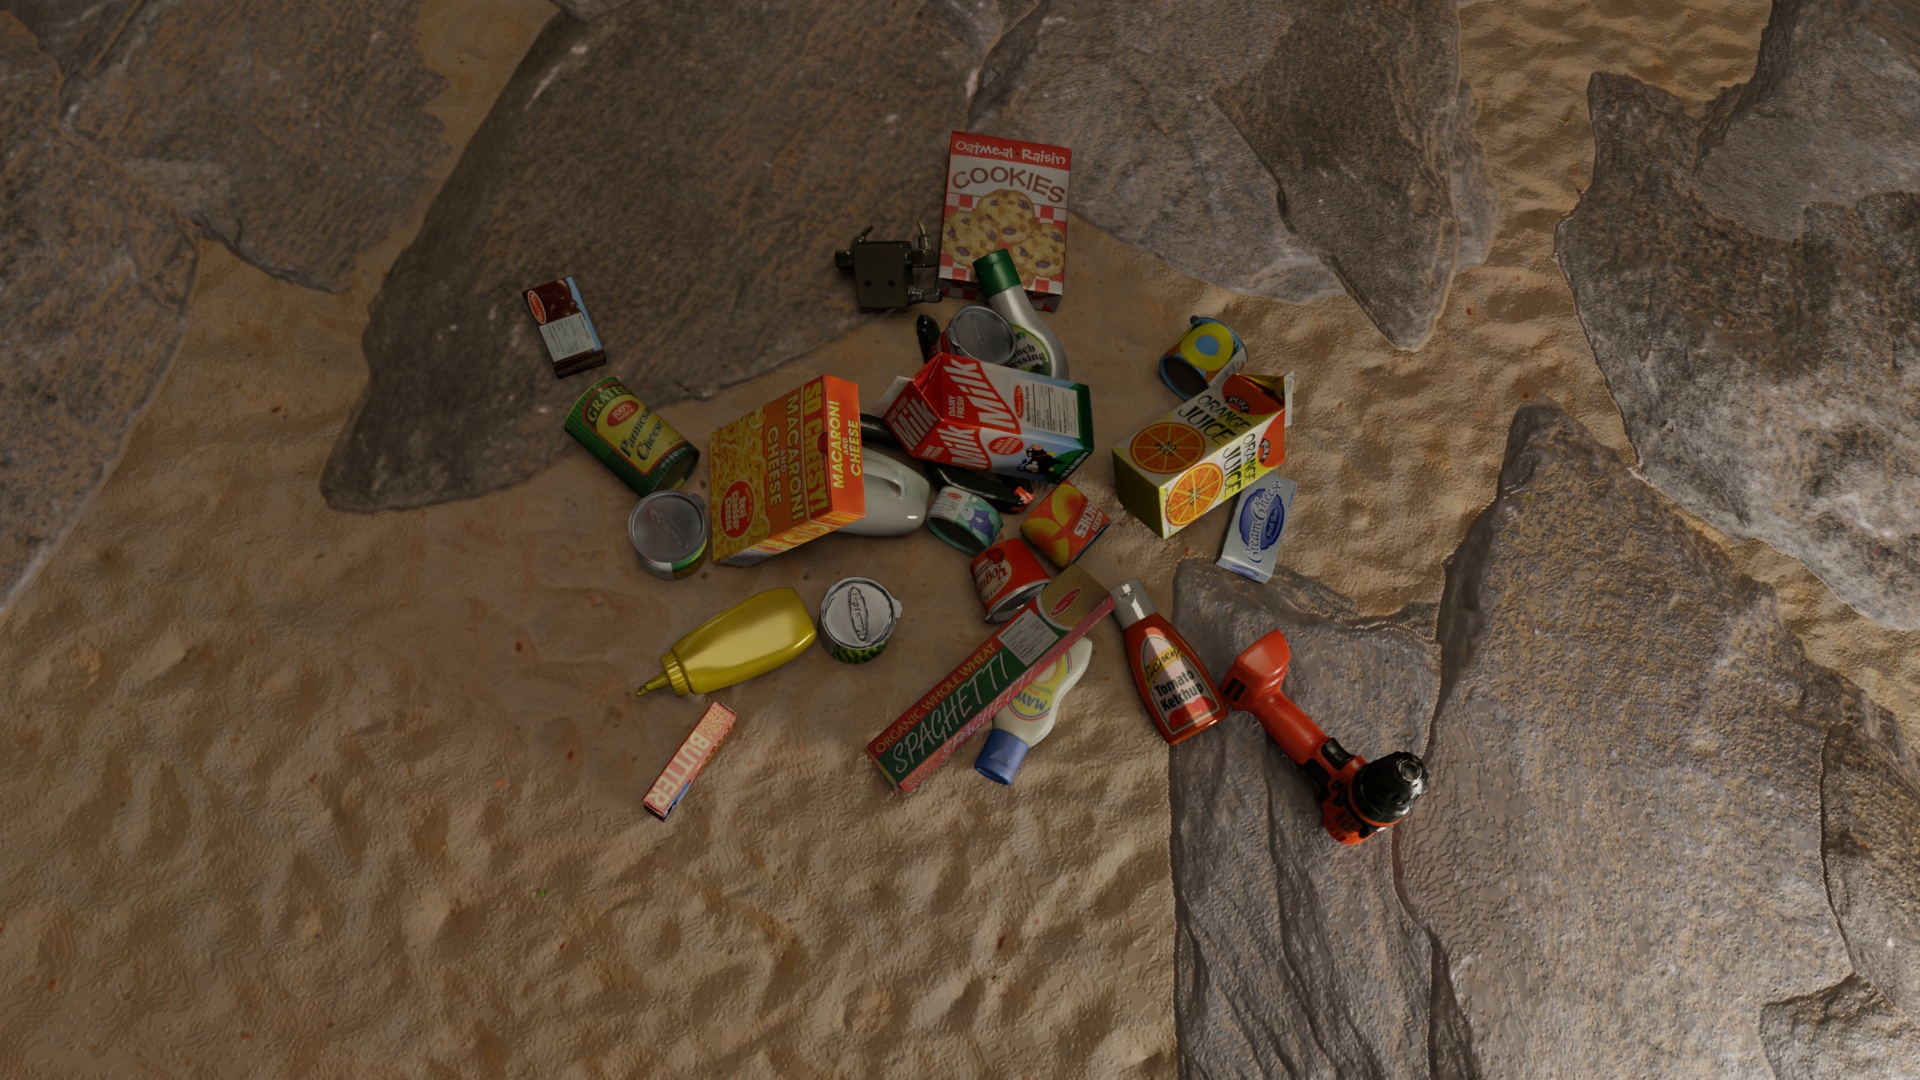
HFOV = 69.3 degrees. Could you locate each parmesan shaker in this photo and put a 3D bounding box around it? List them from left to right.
[{"bbox_3d":[-0.290,-0.090,1.237,0.103,0.071,0.071,40,71,5],"label":"parmesan shaker"}]

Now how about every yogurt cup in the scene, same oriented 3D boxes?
[{"bbox_3d":[0.044,0.034,1.251,0.072,0.072,0.054,-23,69,-15],"label":"yogurt cup"}]

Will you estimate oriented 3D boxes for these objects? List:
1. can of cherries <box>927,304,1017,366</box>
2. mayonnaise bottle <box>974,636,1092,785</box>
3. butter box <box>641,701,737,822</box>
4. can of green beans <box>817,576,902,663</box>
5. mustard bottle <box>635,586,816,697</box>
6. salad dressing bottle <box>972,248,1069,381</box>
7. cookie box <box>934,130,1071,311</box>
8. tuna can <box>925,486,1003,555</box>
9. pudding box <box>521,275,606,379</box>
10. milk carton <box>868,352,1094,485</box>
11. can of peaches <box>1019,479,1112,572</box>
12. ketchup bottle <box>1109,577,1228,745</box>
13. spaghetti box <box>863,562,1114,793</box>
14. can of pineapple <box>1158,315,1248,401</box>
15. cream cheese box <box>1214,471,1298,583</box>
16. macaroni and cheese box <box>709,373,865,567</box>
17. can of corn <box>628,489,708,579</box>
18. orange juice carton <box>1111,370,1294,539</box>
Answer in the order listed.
[{"bbox_3d":[0.008,-0.176,1.287,0.071,0.058,0.072,13,59,-22],"label":"can of cherries"},{"bbox_3d":[0.061,0.143,1.228,0.065,0.041,0.148,26,69,8],"label":"mayonnaise bottle"},{"bbox_3d":[-0.227,0.185,1.163,0.024,0.053,0.104,34,70,1],"label":"butter box"},{"bbox_3d":[-0.091,0.071,1.219,0.071,0.057,0.071,3,72,-8],"label":"can of green beans"},{"bbox_3d":[-0.206,0.096,1.198,0.161,0.048,0.065,-24,77,-15],"label":"mustard bottle"},{"bbox_3d":[0.055,-0.202,1.316,0.044,0.064,0.147,-29,97,-57],"label":"salad dressing bottle"},{"bbox_3d":[0.044,-0.318,1.377,0.123,0.040,0.168,7,71,-6],"label":"cookie box"},{"bbox_3d":[0.004,-0.016,1.260,0.071,0.071,0.033,31,71,2],"label":"tuna can"},{"bbox_3d":[-0.364,-0.197,1.279,0.050,0.030,0.084,-23,77,-14],"label":"pudding box"},{"bbox_3d":[0.019,-0.112,1.250,0.191,0.072,0.074,10,61,-22],"label":"milk carton"},{"bbox_3d":[0.097,-0.015,1.271,0.058,0.071,0.071,44,71,7],"label":"can of peaches"},{"bbox_3d":[0.181,0.107,1.257,0.065,0.043,0.149,-28,77,2],"label":"ketchup bottle"},{"bbox_3d":[0.026,0.119,1.207,0.250,0.028,0.050,-41,59,-8],"label":"spaghetti box"},{"bbox_3d":[0.233,-0.174,1.347,0.071,0.070,0.058,42,71,6],"label":"can of pineapple"},{"bbox_3d":[0.282,-0.016,1.325,0.053,0.024,0.104,21,70,0],"label":"cream cheese box"},{"bbox_3d":[-0.153,-0.057,1.199,0.040,0.166,0.124,12,66,-43],"label":"macaroni and cheese box"},{"bbox_3d":[-0.253,-0.006,1.219,0.071,0.058,0.071,3,72,-8],"label":"can of corn"},{"bbox_3d":[0.240,-0.090,1.304,0.193,0.071,0.073,-31,48,-17],"label":"orange juice carton"}]
